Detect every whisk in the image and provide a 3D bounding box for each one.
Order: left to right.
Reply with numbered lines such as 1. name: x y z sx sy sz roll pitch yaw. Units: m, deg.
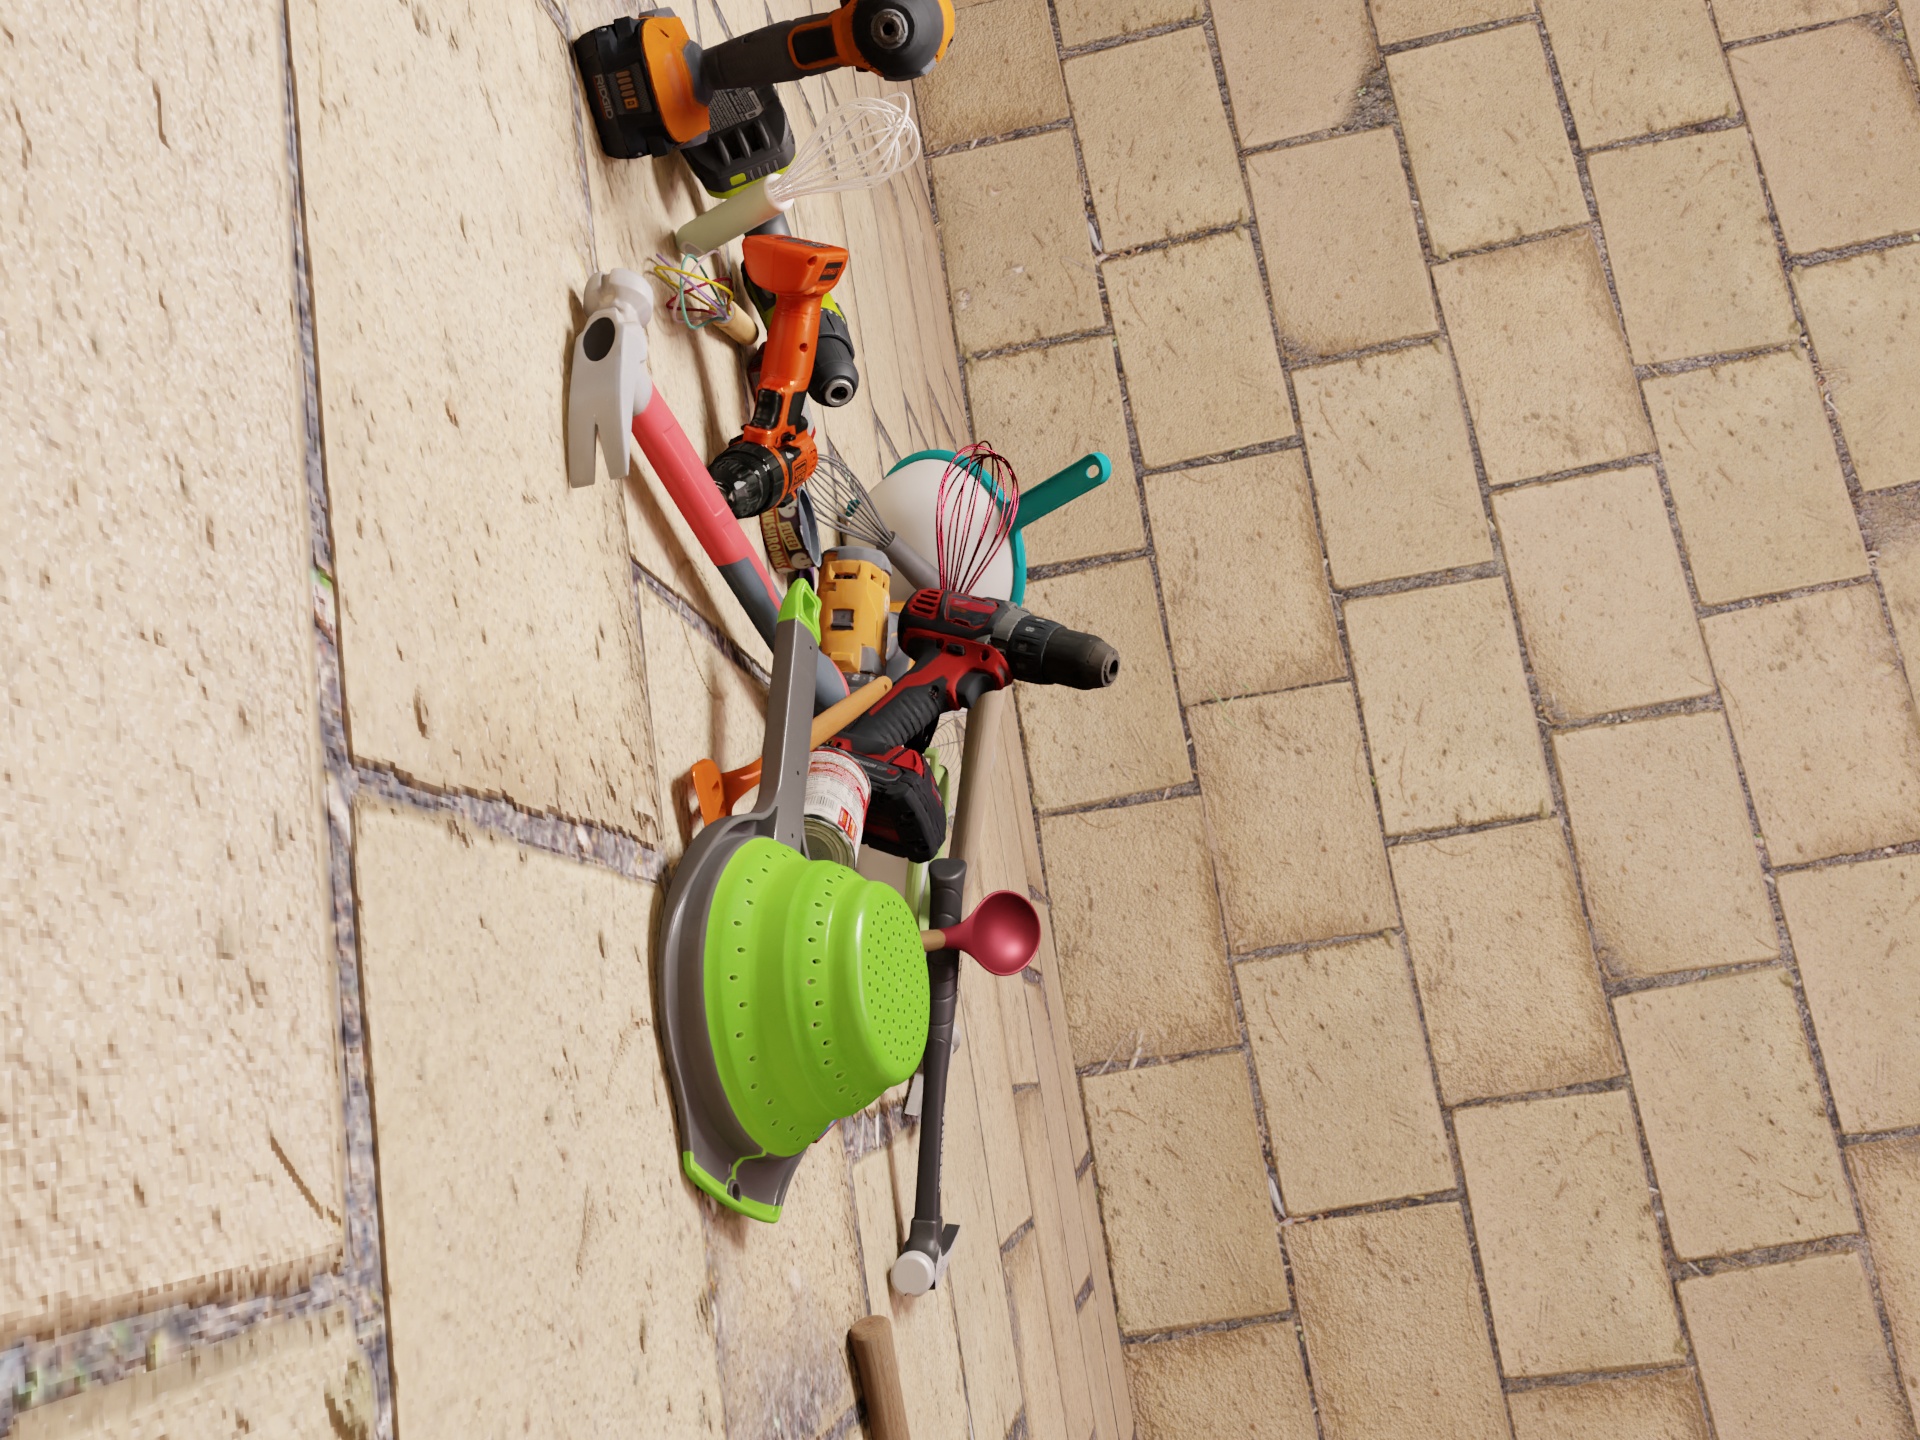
1. whisk: -0.172 -0.295 1.144 0.245 0.047 0.051 -60 138 -84
2. whisk: -0.115 -0.352 1.047 0.057 0.246 0.059 28 66 -37
3. whisk: -0.067 -0.156 1.412 0.238 0.055 0.055 41 30 -34
4. whisk: -0.006 -0.108 1.372 0.073 0.073 0.296 62 39 -68

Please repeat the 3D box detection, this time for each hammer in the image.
1. hammer: -0.144 -0.093 0.995 0.385 0.038 0.143 64 19 -56
2. hammer: -0.029 0.561 1.057 0.130 0.031 0.331 -17 96 -83
3. hammer: -0.019 0.277 1.279 0.146 0.035 0.335 49 43 -78
4. hammer: -0.001 0.138 1.361 0.146 0.038 0.410 -71 170 -72

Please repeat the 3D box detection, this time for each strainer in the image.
1. strainer: -0.064 0.155 1.325 0.151 0.069 0.256 85 16 -64
2. strainer: -0.004 -0.170 1.491 0.095 0.340 0.211 -18 86 -44

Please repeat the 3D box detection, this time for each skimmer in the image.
1. skimmer: -0.041 0.054 1.486 0.127 0.090 0.363 -62 174 8

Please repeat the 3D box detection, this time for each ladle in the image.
1. ladle: -0.030 0.167 1.188 0.315 0.031 0.069 5 80 -58

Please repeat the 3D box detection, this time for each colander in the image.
1. colander: -0.074 0.078 0.918 0.204 0.094 0.397 56 30 -53

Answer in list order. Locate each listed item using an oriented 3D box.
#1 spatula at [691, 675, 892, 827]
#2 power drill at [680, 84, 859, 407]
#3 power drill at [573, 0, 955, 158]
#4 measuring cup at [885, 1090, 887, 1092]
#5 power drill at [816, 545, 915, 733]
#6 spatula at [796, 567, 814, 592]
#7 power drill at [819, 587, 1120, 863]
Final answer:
1. spatula: -0.104 0.020 1.042 0.322 0.041 0.081 -41 121 -63
2. power drill: -0.141 -0.362 1.205 0.228 0.080 0.191 70 -4 -49
3. power drill: -0.117 -0.415 0.992 0.164 0.226 0.084 -85 163 -65
4. measuring cup: -0.092 0.220 1.090 0.167 0.038 0.083 11 72 -65
5. power drill: -0.075 -0.036 1.368 0.226 0.084 0.185 38 54 -76
6. spatula: -0.128 -0.057 1.234 0.316 0.018 0.059 -91 176 -59
7. power drill: -0.002 -0.004 1.208 0.227 0.188 0.080 -55 144 -30
